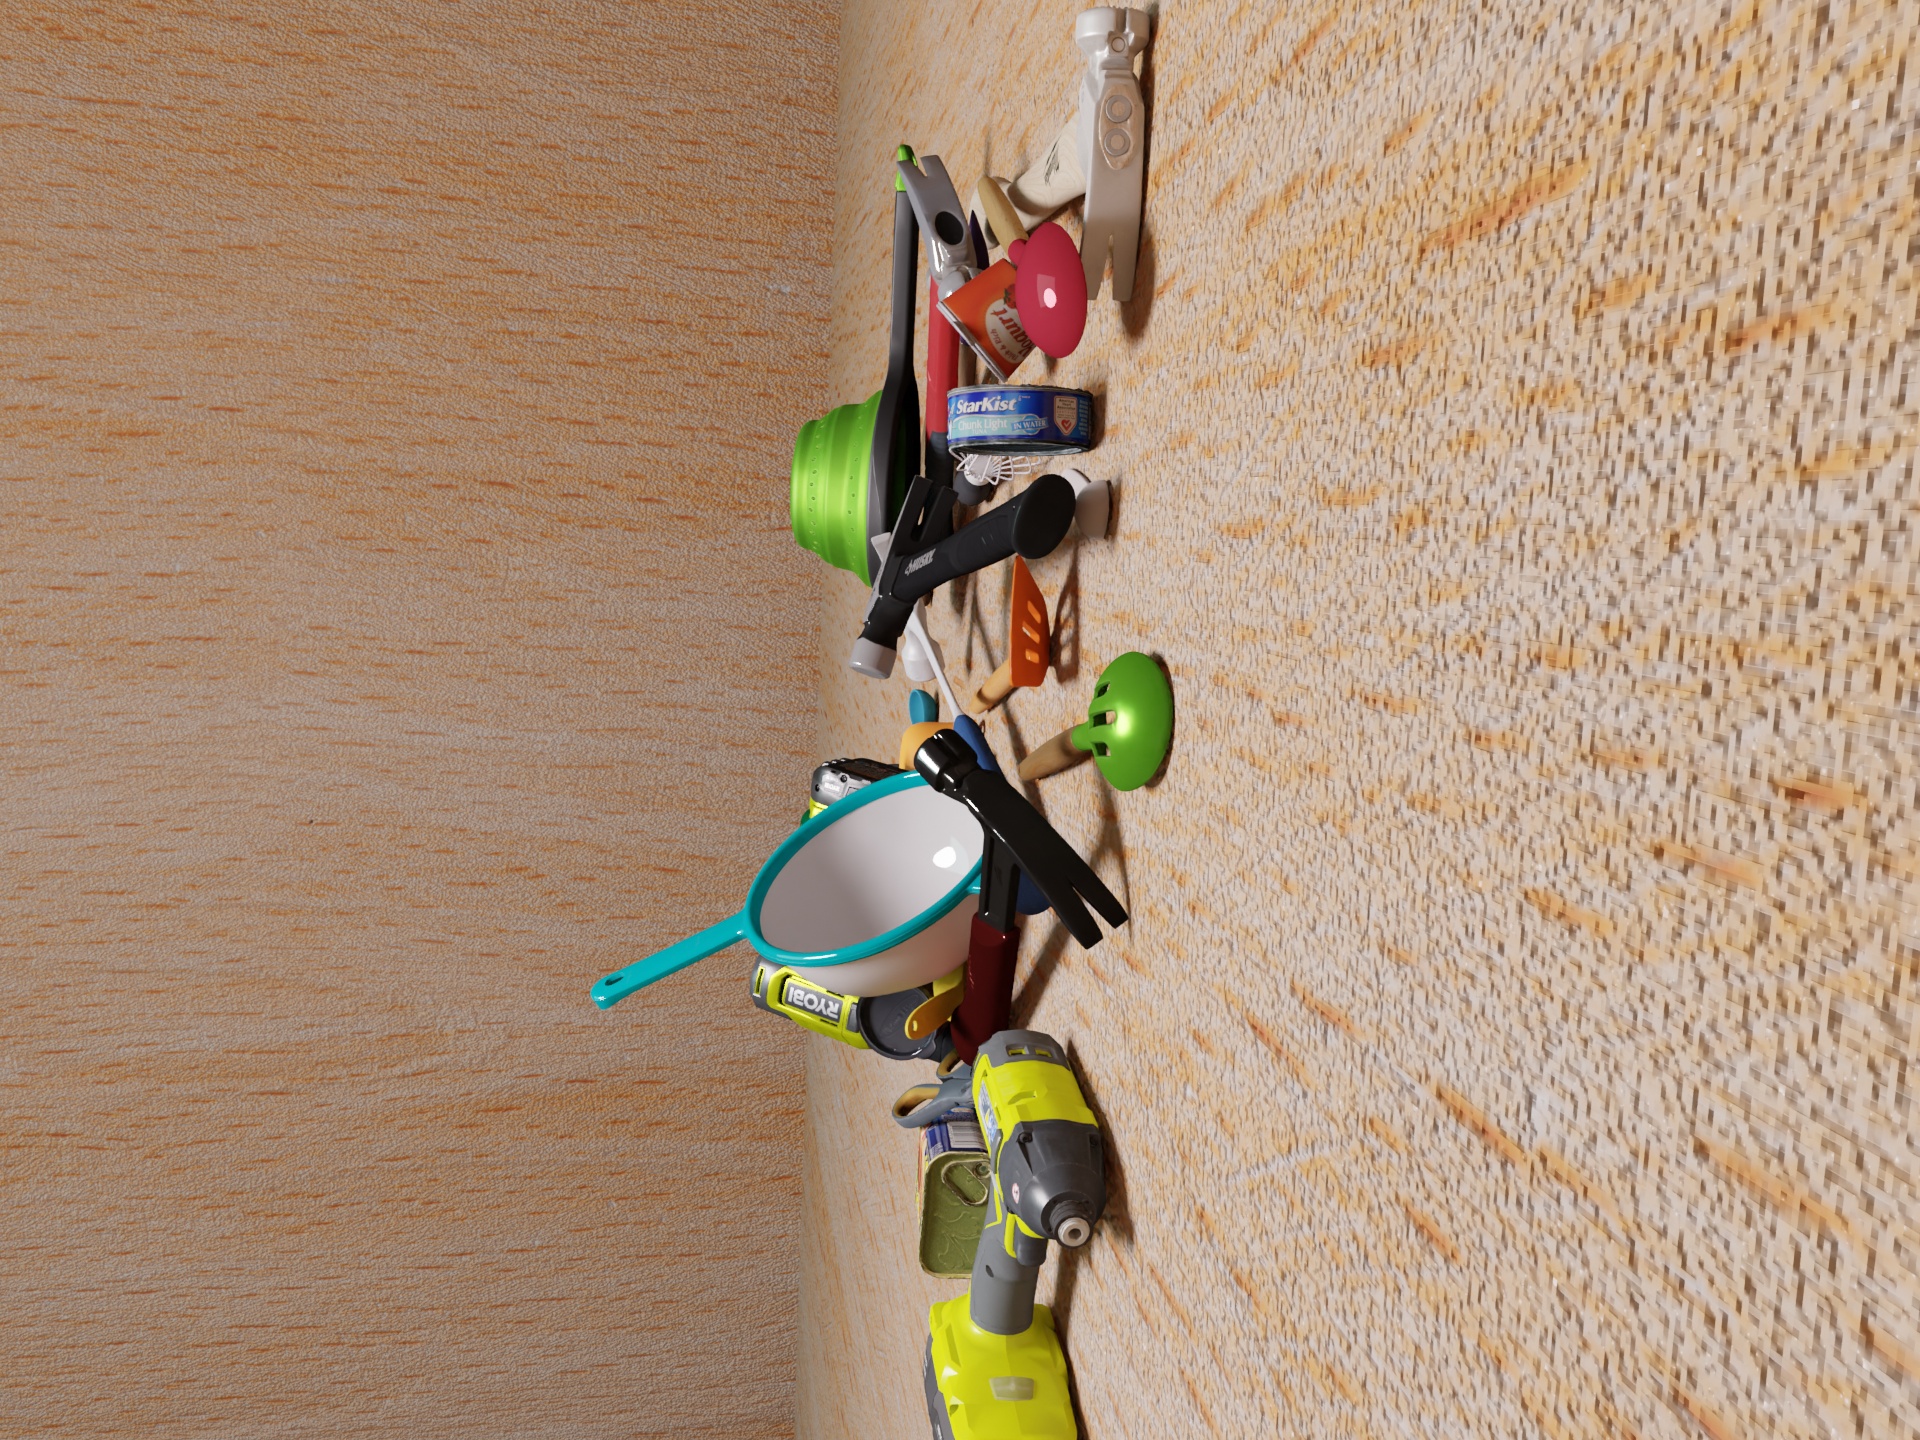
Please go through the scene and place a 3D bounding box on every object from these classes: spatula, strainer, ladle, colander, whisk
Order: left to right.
[{"bbox_3d":[-0.103,0.161,1.172,0.095,0.340,0.211,61,-173,-27],"label":"strainer"},{"bbox_3d":[-0.088,-0.278,1.344,0.204,0.094,0.397,-71,-16,-72],"label":"colander"},{"bbox_3d":[0.006,-0.287,1.264,0.315,0.018,0.060,101,154,-70],"label":"spatula"},{"bbox_3d":[0.016,-0.189,1.156,0.284,0.070,0.070,167,104,-86],"label":"whisk"},{"bbox_3d":[0.027,-0.036,1.102,0.322,0.041,0.081,133,140,-78],"label":"spatula"},{"bbox_3d":[0.033,-0.285,0.939,0.316,0.031,0.069,-102,13,-60],"label":"ladle"}]

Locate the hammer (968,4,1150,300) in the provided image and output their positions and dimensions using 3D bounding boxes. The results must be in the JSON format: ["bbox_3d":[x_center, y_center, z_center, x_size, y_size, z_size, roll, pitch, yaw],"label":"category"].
[{"bbox_3d":[0.051,-0.330,1.020,0.411,0.038,0.146,-129,39,-77],"label":"hammer"}]

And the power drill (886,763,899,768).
[{"bbox_3d":[-0.056,0.164,1.467,0.227,0.084,0.164,-109,22,-51],"label":"power drill"}]

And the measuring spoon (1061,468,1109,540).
[{"bbox_3d":[0.067,-0.132,0.938,0.124,0.018,0.034,-113,26,-71],"label":"measuring spoon"}]

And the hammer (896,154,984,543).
[{"bbox_3d":[-0.019,-0.262,1.274,0.386,0.038,0.143,95,160,-62],"label":"hammer"}]

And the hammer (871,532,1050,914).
[{"bbox_3d":[-0.002,-0.004,1.149,0.406,0.035,0.144,-114,8,-56],"label":"hammer"}]

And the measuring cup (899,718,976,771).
[{"bbox_3d":[-0.020,0.031,1.344,0.173,0.052,0.095,111,159,-70],"label":"measuring cup"}]

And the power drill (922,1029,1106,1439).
[{"bbox_3d":[0.034,0.313,0.902,0.171,0.080,0.223,-116,32,-71],"label":"power drill"}]

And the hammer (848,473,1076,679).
[{"bbox_3d":[0.001,-0.111,1.014,0.335,0.035,0.146,169,120,-72],"label":"hammer"}]

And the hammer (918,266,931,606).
[{"bbox_3d":[-0.026,-0.251,1.501,0.130,0.031,0.331,-100,14,-53],"label":"hammer"}]

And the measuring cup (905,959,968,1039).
[{"bbox_3d":[-0.019,0.205,1.160,0.156,0.029,0.062,-15,-83,-68],"label":"measuring cup"}]

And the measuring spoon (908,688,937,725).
[{"bbox_3d":[-0.028,0.032,1.535,0.042,0.021,0.128,175,88,-69],"label":"measuring spoon"}]

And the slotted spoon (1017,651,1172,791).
[{"bbox_3d":[0.065,0.015,0.909,0.313,0.031,0.070,137,134,-79],"label":"slotted spoon"}]

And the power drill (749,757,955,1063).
[{"bbox_3d":[-0.063,0.160,1.302,0.080,0.191,0.228,-10,-65,-67],"label":"power drill"}]

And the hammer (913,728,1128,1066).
[{"bbox_3d":[0.027,0.149,0.993,0.149,0.037,0.358,47,158,24],"label":"hammer"}]
